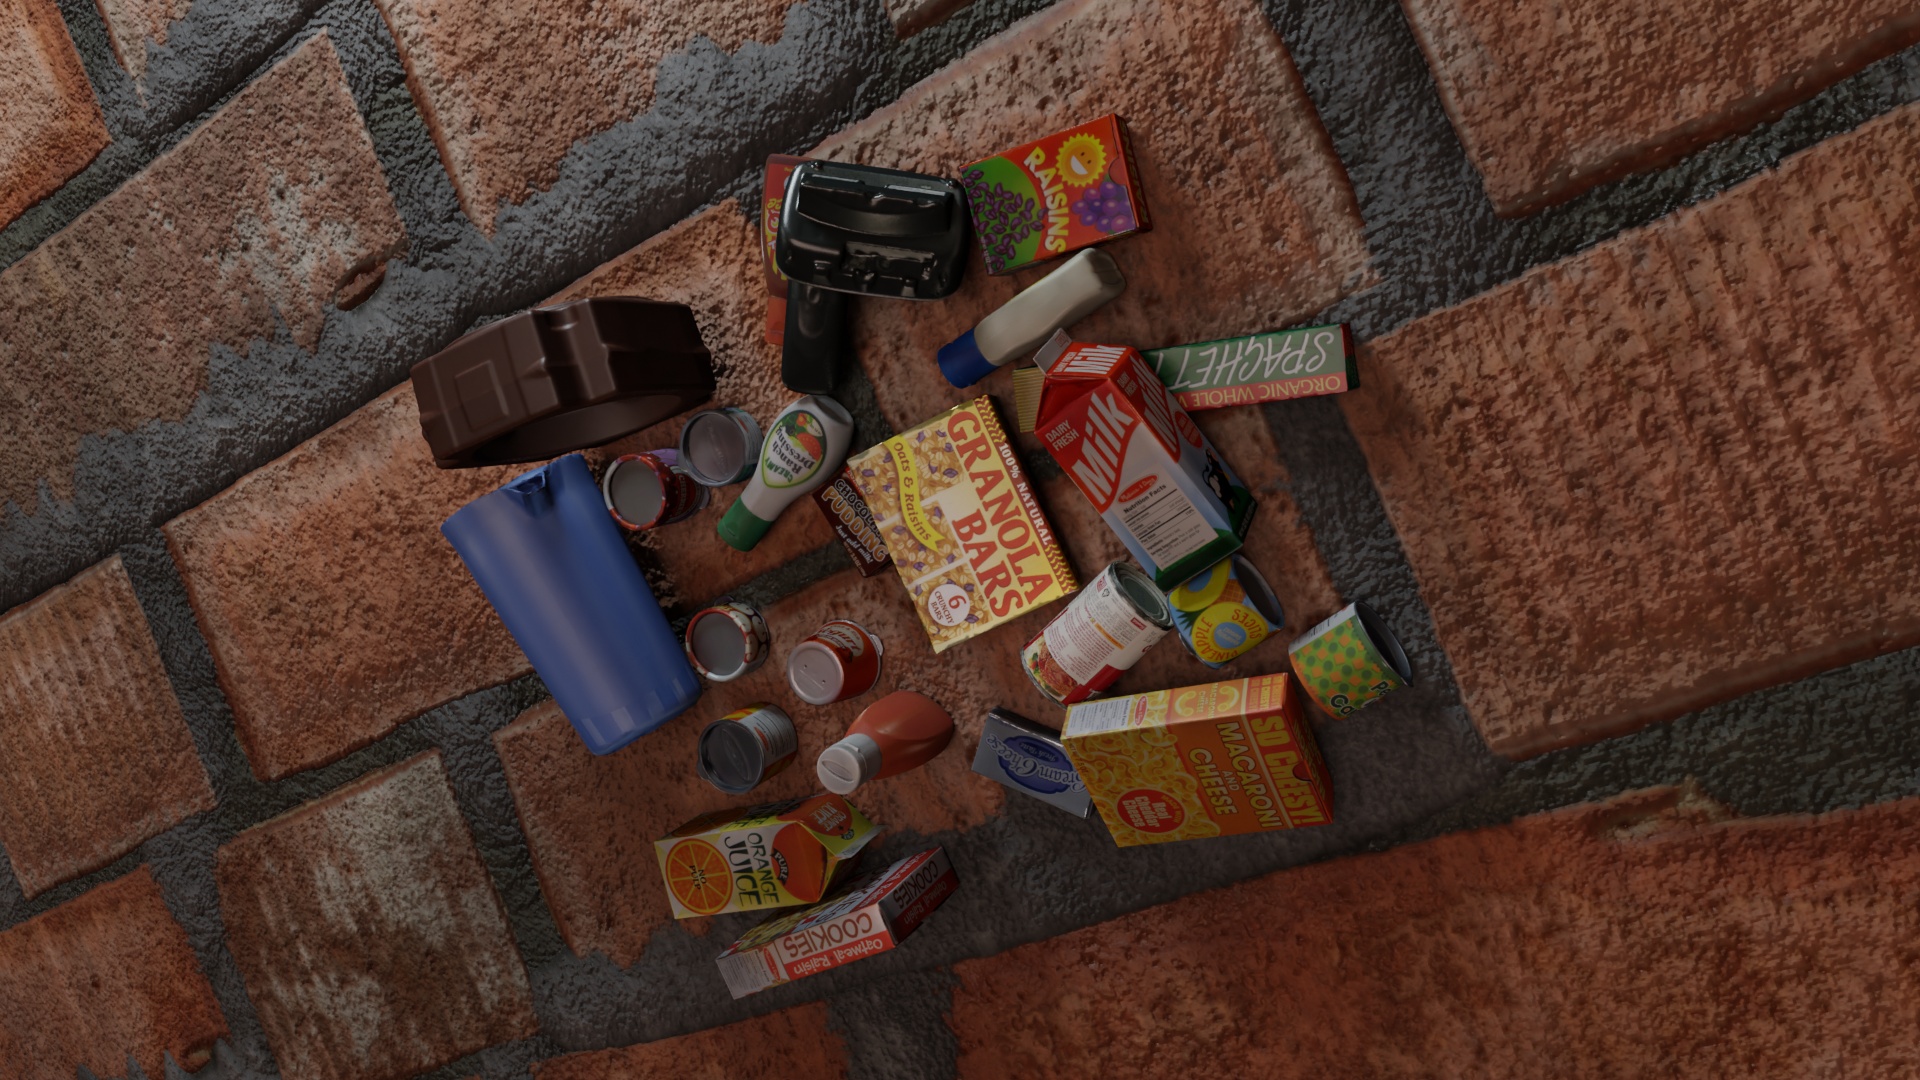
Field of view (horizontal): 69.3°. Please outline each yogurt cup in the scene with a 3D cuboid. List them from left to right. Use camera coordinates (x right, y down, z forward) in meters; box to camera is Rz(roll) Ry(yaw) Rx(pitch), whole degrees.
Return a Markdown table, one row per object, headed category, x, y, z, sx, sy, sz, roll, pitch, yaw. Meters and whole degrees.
| category | x | y | z | sx | sy | sz | roll | pitch | yaw |
| --- | --- | --- | --- | --- | --- | --- | --- | --- | --- |
| yogurt cup | -0.107 | 0.104 | 1.148 | 0.072 | 0.054 | 0.072 | 4 | 101 | 24 |

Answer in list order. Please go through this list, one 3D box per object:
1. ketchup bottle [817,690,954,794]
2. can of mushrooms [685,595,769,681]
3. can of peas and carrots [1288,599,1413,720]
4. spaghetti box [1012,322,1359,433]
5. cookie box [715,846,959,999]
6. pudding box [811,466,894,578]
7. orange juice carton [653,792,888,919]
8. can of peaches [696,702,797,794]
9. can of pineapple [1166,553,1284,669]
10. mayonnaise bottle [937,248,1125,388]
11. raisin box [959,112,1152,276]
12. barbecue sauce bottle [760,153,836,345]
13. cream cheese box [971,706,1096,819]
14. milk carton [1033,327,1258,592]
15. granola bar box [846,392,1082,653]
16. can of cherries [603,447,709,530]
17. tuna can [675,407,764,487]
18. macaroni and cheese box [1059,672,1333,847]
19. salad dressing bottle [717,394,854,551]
| category | x | y | z | sx | sy | sz | roll | pitch | yaw |
| --- | --- | --- | --- | --- | --- | --- | --- | --- | --- |
| ketchup bottle | -0.061 | 0.158 | 1.084 | 0.065 | 0.149 | 0.043 | 27 | 107 | 17 |
| can of mushrooms | -0.202 | 0.085 | 1.199 | 0.071 | 0.033 | 0.071 | 4 | 101 | 24 |
| can of peas and carrots | 0.273 | 0.086 | 0.970 | 0.058 | 0.071 | 0.071 | -37 | 83 | 25 |
| spaghetti box | 0.158 | -0.117 | 1.010 | 0.250 | 0.029 | 0.050 | -5 | 97 | 25 |
| cookie box | -0.098 | 0.313 | 1.139 | 0.167 | 0.123 | 0.040 | -25 | 89 | 25 |
| pudding box | -0.076 | -0.017 | 1.129 | 0.049 | 0.030 | 0.084 | -35 | 84 | 23 |
| orange juice carton | -0.158 | 0.267 | 1.187 | 0.192 | 0.072 | 0.073 | -13 | 94 | 25 |
| can of peaches | -0.184 | 0.178 | 1.192 | 0.071 | 0.058 | 0.071 | 4 | 101 | 23 |
| can of pineapple | 0.191 | 0.052 | 1.000 | 0.057 | 0.071 | 0.071 | -36 | 83 | 24 |
| mayonnaise bottle | 0.049 | -0.163 | 1.034 | 0.147 | 0.065 | 0.041 | -29 | 89 | 28 |
| raisin box | 0.070 | -0.252 | 1.022 | 0.123 | 0.040 | 0.086 | -13 | 92 | 24 |
| barbecue sauce bottle | -0.131 | -0.230 | 1.111 | 0.065 | 0.044 | 0.148 | 12 | 103 | 15 |
| cream cheese box | 0.064 | 0.175 | 1.101 | 0.104 | 0.024 | 0.053 | 20 | 106 | 20 |
| milk carton | 0.121 | -0.066 | 0.984 | 0.073 | 0.073 | 0.190 | -35 | 99 | 31 |
| granola bar box | 0.004 | -0.013 | 1.074 | 0.124 | 0.039 | 0.165 | -25 | 88 | 10 |
| can of cherries | -0.260 | -0.044 | 1.189 | 0.071 | 0.058 | 0.071 | 4 | 100 | 24 |
| tuna can | -0.203 | -0.078 | 1.173 | 0.071 | 0.033 | 0.071 | 4 | 100 | 23 |
| macaroni and cheese box | 0.173 | 0.164 | 1.012 | 0.166 | 0.040 | 0.123 | -12 | 124 | 25 |
| salad dressing bottle | -0.146 | -0.054 | 1.146 | 0.064 | 0.044 | 0.147 | 44 | 113 | 10 |
